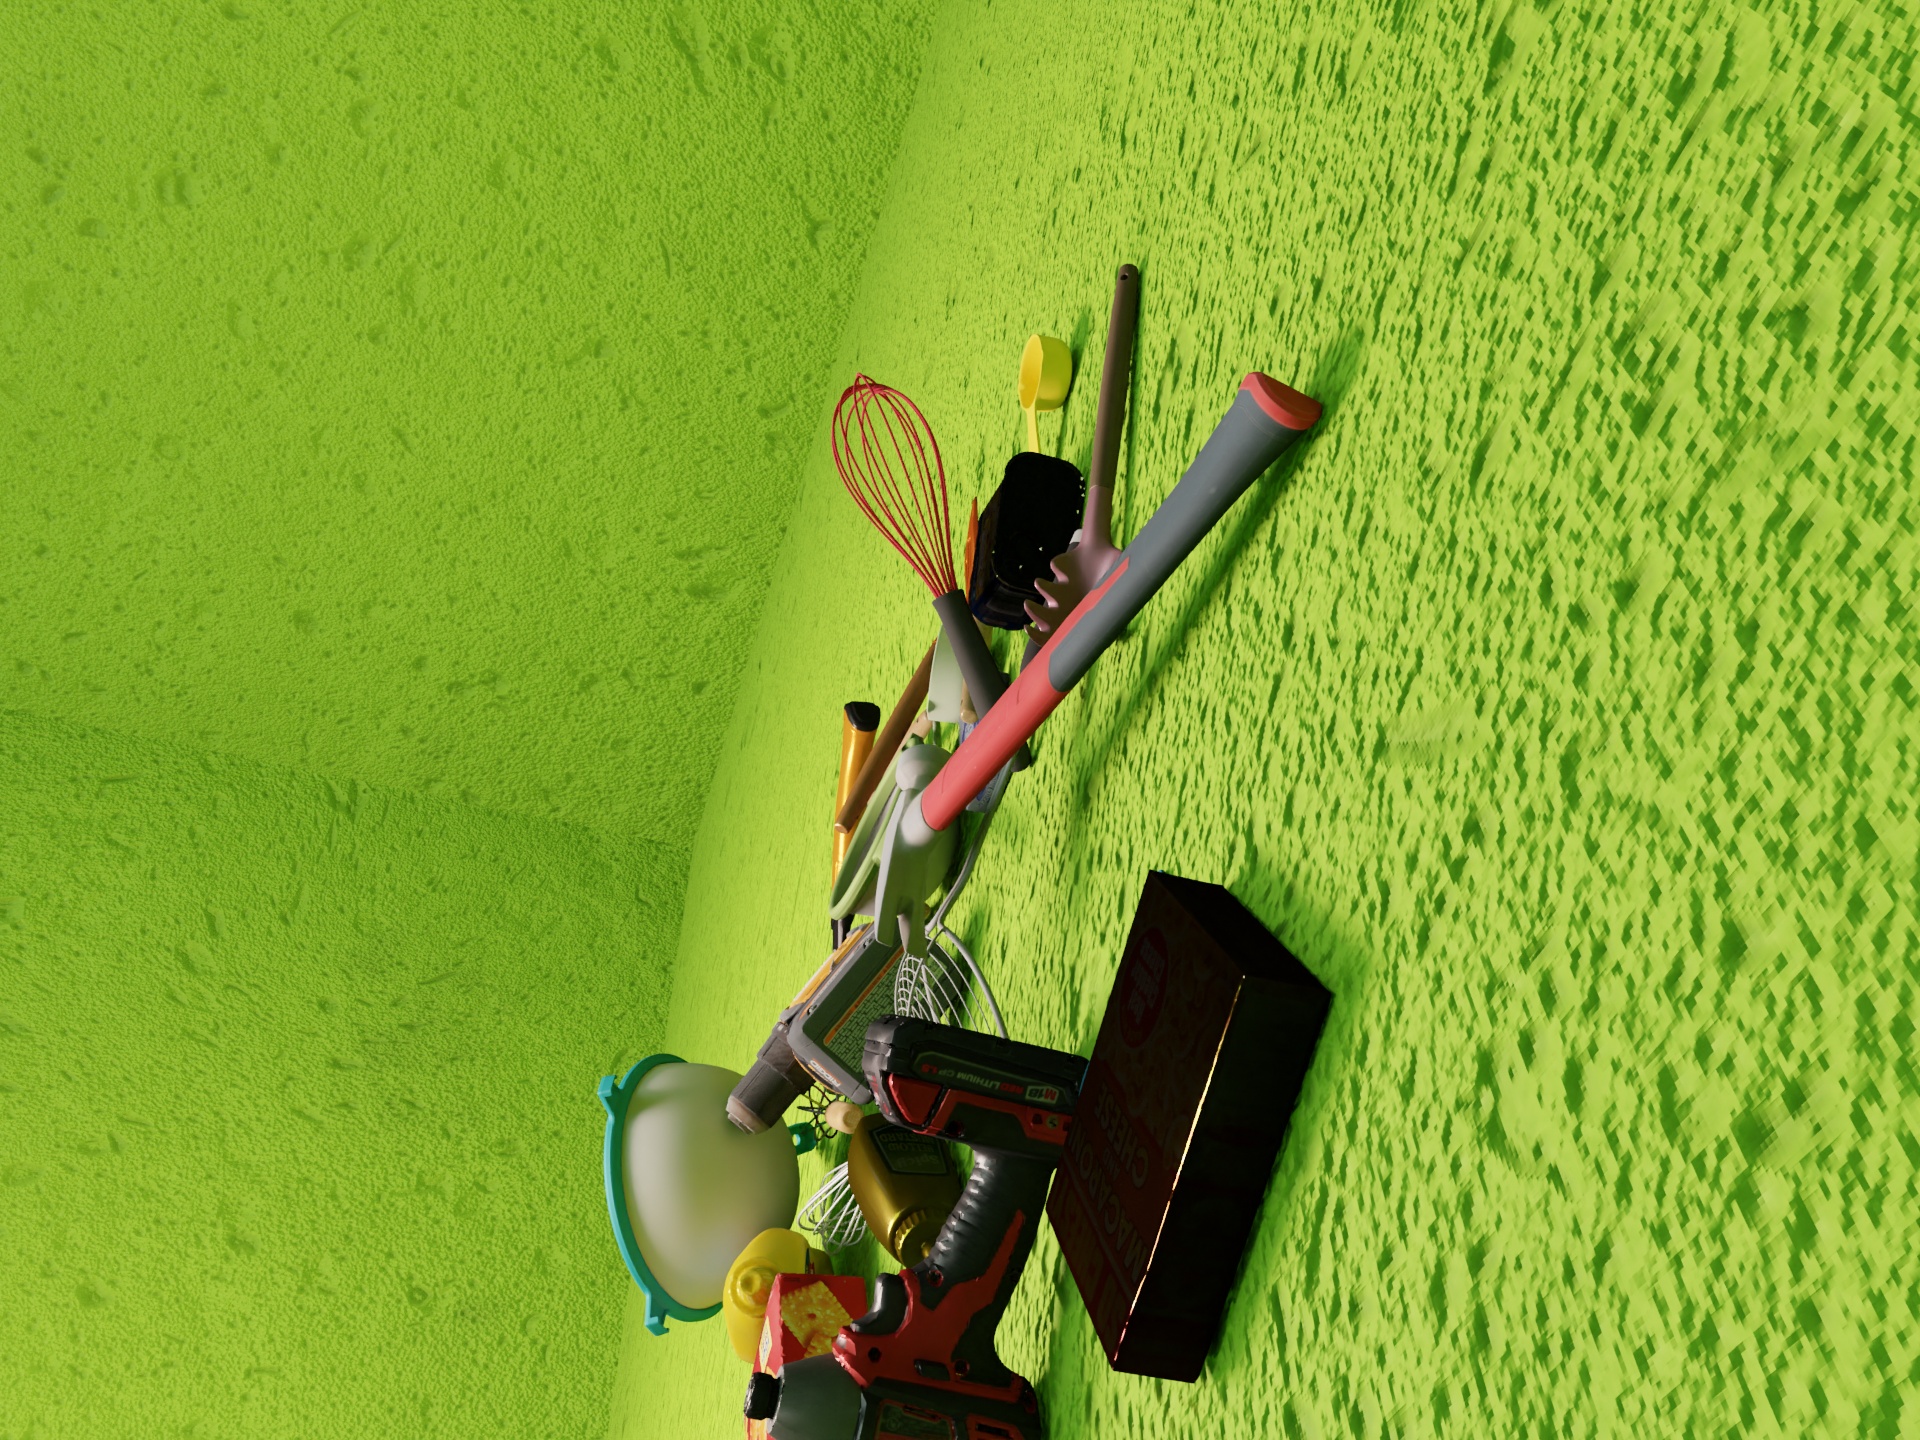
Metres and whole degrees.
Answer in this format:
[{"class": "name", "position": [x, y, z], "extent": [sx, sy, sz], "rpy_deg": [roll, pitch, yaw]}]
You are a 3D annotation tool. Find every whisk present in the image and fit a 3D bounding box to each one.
[{"class": "whisk", "position": [-0.016, -0.102, 1.076], "extent": [0.296, 0.073, 0.073], "rpy_deg": [67, 161, 7]}, {"class": "whisk", "position": [-0.102, 0.308, 1.251], "extent": [0.047, 0.051, 0.245], "rpy_deg": [60, 166, 5]}, {"class": "whisk", "position": [-0.060, 0.312, 1.148], "extent": [0.059, 0.057, 0.246], "rpy_deg": [-100, 30, -44]}]

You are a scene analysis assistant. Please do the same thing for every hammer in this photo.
[{"class": "hammer", "position": [0.056, -0.024, 0.826], "extent": [0.386, 0.038, 0.143], "rpy_deg": [-51, 23, 42]}, {"class": "hammer", "position": [-0.103, 0.149, 1.404], "extent": [0.127, 0.034, 0.337], "rpy_deg": [-151, 65, -73]}]

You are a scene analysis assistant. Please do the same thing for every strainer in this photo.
[{"class": "strainer", "position": [-0.167, 0.368, 1.330], "extent": [0.340, 0.095, 0.211], "rpy_deg": [14, -120, -70]}, {"class": "strainer", "position": [-0.032, 0.097, 1.156], "extent": [0.151, 0.069, 0.256], "rpy_deg": [-64, 9, 0]}]

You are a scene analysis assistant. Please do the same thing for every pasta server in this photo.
[{"class": "pasta server", "position": [0.089, -0.169, 0.993], "extent": [0.040, 0.060, 0.316], "rpy_deg": [55, -142, -54]}]

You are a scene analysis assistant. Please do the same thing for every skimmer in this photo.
[{"class": "skimmer", "position": [0.046, 0.061, 0.968], "extent": [0.363, 0.090, 0.127], "rpy_deg": [-69, 15, -13]}]

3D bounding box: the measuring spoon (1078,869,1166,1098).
[{"class": "measuring spoon", "position": [0.086, 0.134, 0.762], "extent": [0.042, 0.021, 0.129], "rpy_deg": [141, 149, -72]}]

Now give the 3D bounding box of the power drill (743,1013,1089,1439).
[{"class": "power drill", "position": [-0.017, 0.263, 0.787], "extent": [0.078, 0.143, 0.220], "rpy_deg": [141, 143, -75]}]

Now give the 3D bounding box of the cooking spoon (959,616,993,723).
[{"class": "cooking spoon", "position": [0.019, -0.096, 1.211], "extent": [0.319, 0.017, 0.068], "rpy_deg": [-83, 12, -54]}]

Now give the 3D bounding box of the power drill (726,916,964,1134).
[{"class": "power drill", "position": [-0.095, 0.230, 1.171], "extent": [0.185, 0.084, 0.226], "rpy_deg": [-49, 4, -17]}]

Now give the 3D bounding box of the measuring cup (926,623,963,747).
[{"class": "measuring cup", "position": [-0.002, -0.004, 1.256], "extent": [0.167, 0.038, 0.083], "rpy_deg": [91, -172, -46]}]

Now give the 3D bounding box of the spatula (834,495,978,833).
[{"class": "spatula", "position": [-0.035, -0.043, 1.275], "extent": [0.081, 0.041, 0.323], "rpy_deg": [99, -165, -57]}]

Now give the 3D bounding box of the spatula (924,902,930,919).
[{"class": "spatula", "position": [-0.070, 0.200, 1.366], "extent": [0.315, 0.018, 0.060], "rpy_deg": [128, 148, -65]}]

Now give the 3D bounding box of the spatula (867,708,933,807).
[{"class": "spatula", "position": [-0.063, 0.060, 1.422], "extent": [0.317, 0.044, 0.082], "rpy_deg": [127, 153, -60]}]

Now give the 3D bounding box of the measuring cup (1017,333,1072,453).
[{"class": "measuring cup", "position": [0.067, -0.213, 1.186], "extent": [0.062, 0.029, 0.157], "rpy_deg": [138, 131, -69]}]
